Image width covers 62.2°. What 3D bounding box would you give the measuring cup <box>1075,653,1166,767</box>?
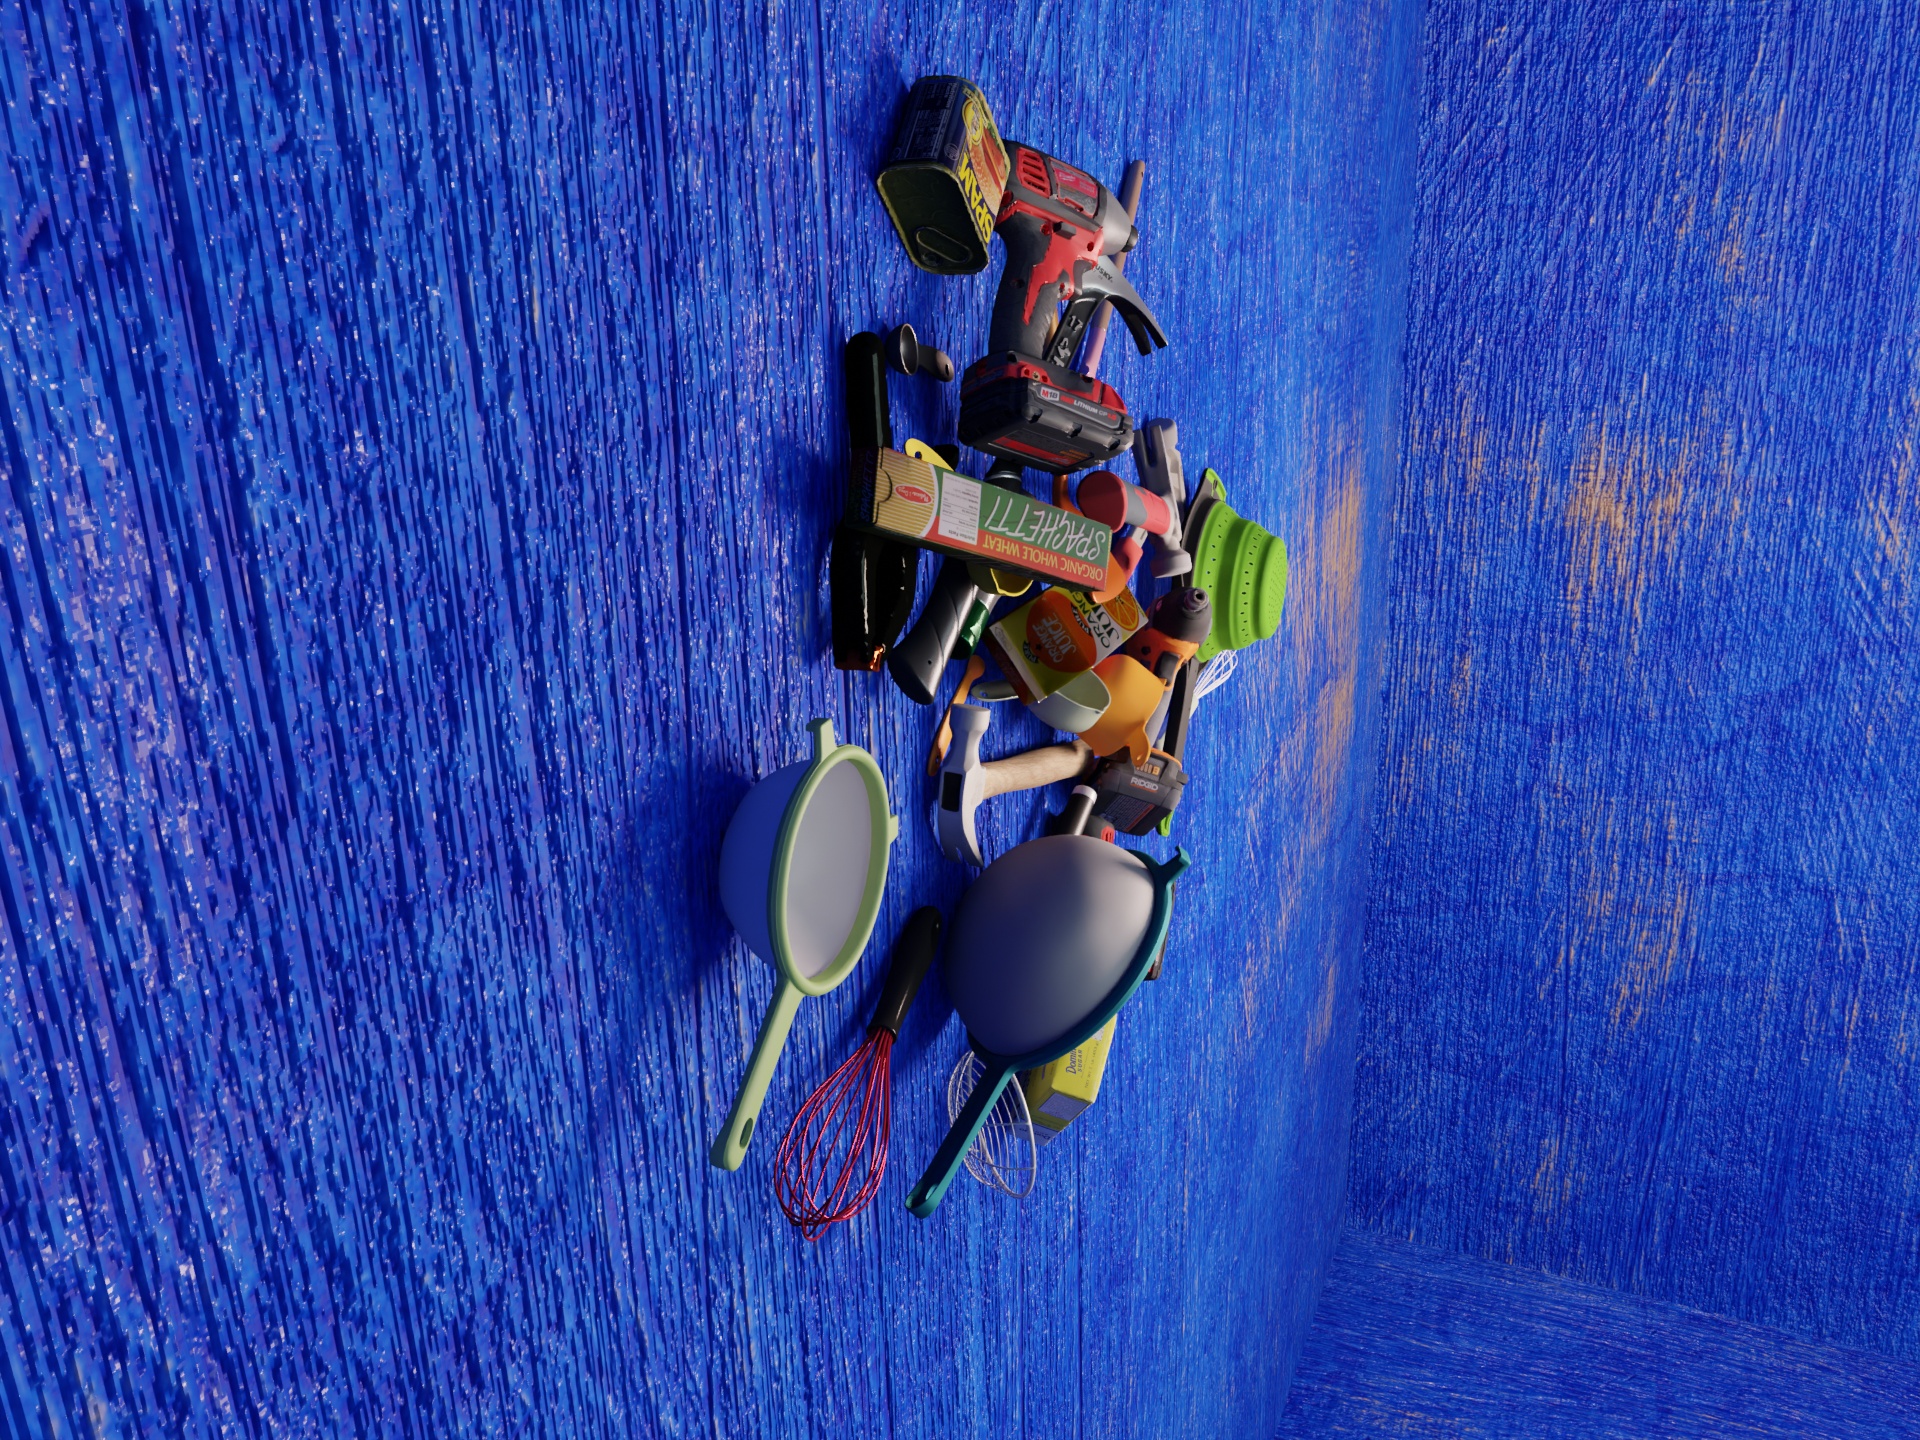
[{"bbox_3d":[0.135,-0.004,1.392,0.095,0.052,0.174,-48,-168,13],"label":"measuring cup"}]

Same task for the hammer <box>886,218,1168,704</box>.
[{"bbox_3d":[0.041,-0.191,1.187,0.149,0.036,0.409,35,65,-26],"label":"hammer"}]

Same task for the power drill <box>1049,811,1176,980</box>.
[{"bbox_3d":[0.130,0.200,1.532,0.226,0.080,0.188,36,64,-61],"label":"power drill"}]

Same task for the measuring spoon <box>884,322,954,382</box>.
[{"bbox_3d":[-0.028,-0.250,1.106,0.124,0.018,0.034,-12,100,-73],"label":"measuring spoon"}]

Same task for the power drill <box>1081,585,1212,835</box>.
[{"bbox_3d":[0.187,-0.018,1.530,0.164,0.084,0.227,118,-11,-68],"label":"power drill"}]

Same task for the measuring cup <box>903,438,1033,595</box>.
[{"bbox_3d":[0.000,-0.141,1.090,0.156,0.029,0.062,42,61,-41],"label":"measuring cup"}]

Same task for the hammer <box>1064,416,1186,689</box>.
[{"bbox_3d":[0.155,-0.142,1.538,0.359,0.037,0.149,-60,148,-44],"label":"hammer"}]

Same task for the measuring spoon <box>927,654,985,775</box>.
[{"bbox_3d":[-0.002,-0.004,1.237,0.021,0.011,0.117,68,36,-49],"label":"measuring spoon"}]

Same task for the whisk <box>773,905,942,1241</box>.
[{"bbox_3d":[-0.062,0.236,1.117,0.296,0.073,0.073,-66,153,-49],"label":"whisk"}]

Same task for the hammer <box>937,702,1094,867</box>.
[{"bbox_3d":[0.053,0.046,1.349,0.331,0.031,0.130,-7,108,-68],"label":"hammer"}]

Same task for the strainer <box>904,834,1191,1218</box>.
[{"bbox_3d":[0.025,0.210,1.221,0.095,0.211,0.340,45,60,-21],"label":"strainer"}]

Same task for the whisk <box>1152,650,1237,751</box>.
[{"bbox_3d":[0.264,-0.029,1.826,0.059,0.058,0.246,52,42,-12],"label":"whisk"}]

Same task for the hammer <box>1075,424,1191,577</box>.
[{"bbox_3d":[0.144,-0.195,1.337,0.386,0.038,0.143,-15,94,-75],"label":"hammer"}]

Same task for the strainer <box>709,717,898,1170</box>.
[{"bbox_3d":[-0.116,0.131,0.934,0.151,0.069,0.256,61,42,-58],"label":"strainer"}]

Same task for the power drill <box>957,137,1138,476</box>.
[{"bbox_3d":[0.069,-0.298,1.153,0.143,0.078,0.220,11,76,-36],"label":"power drill"}]

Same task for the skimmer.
[{"bbox_3d":[0.076,0.222,1.364,0.363,0.090,0.127,-66,-176,-30],"label":"skimmer"}]

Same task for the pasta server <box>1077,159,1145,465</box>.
[{"bbox_3d":[0.135,-0.370,1.421,0.060,0.040,0.316,49,51,-59],"label":"pasta server"}]

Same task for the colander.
[{"bbox_3d":[0.282,-0.067,1.705,0.204,0.094,0.397,24,75,-68],"label":"colander"}]

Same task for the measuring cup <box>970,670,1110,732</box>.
[{"bbox_3d":[0.058,-0.018,1.332,0.167,0.083,0.038,-8,139,-48],"label":"measuring cup"}]

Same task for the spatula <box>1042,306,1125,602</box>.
[{"bbox_3d":[0.087,-0.256,1.289,0.081,0.041,0.322,-32,118,-60],"label":"spatula"}]
